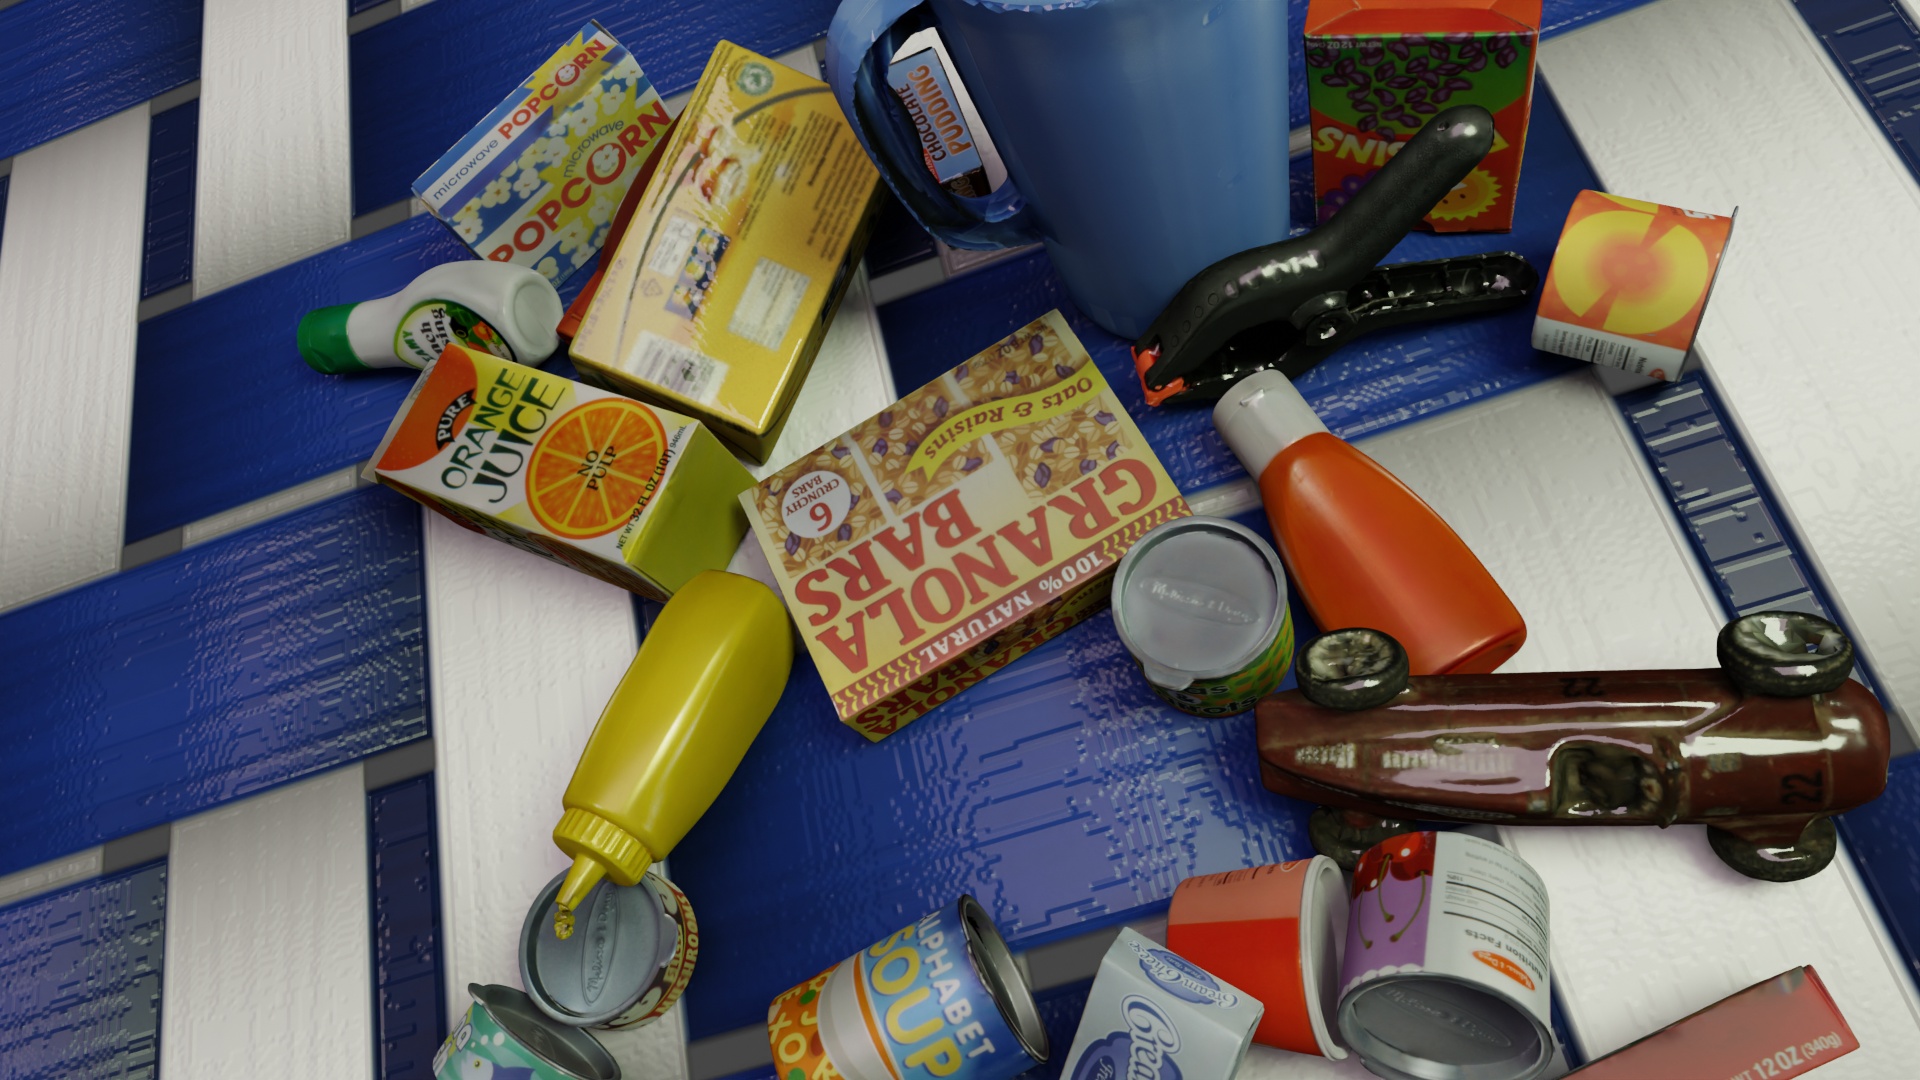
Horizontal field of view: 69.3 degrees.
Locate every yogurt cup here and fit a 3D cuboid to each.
[{"bbox_3d":[0.106,0.146,0.490,0.054,0.072,0.072,-8,65,27],"label":"yogurt cup"}]

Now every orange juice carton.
[{"bbox_3d":[-0.198,-0.034,0.655,0.193,0.073,0.072,18,74,23],"label":"orange juice carton"}]

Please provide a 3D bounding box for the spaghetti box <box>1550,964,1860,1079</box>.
[{"bbox_3d":[0.164,0.207,0.455,0.250,0.050,0.029,-27,62,4],"label":"spaghetti box"}]

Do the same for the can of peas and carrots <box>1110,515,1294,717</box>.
[{"bbox_3d":[0.096,0.033,0.546,0.071,0.058,0.071,-6,66,14],"label":"can of peas and carrots"}]

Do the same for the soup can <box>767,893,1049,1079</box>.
[{"bbox_3d":[-0.020,0.178,0.510,0.084,0.071,0.071,-29,62,3],"label":"soup can"}]

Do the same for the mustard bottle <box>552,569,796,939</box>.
[{"bbox_3d":[-0.124,0.087,0.568,0.049,0.065,0.161,14,55,24],"label":"mustard bottle"}]

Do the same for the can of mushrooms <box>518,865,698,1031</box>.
[{"bbox_3d":[-0.142,0.167,0.572,0.071,0.033,0.071,-6,65,14],"label":"can of mushrooms"}]

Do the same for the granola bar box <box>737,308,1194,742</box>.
[{"bbox_3d":[0.002,-0.008,0.603,0.165,0.039,0.124,-30,62,2],"label":"granola bar box"}]

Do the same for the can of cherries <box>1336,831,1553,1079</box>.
[{"bbox_3d":[0.161,0.142,0.467,0.071,0.071,0.059,4,42,18],"label":"can of cherries"}]

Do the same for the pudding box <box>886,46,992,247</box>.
[{"bbox_3d":[-0.009,-0.193,0.681,0.030,0.049,0.084,-20,63,4],"label":"pudding box"}]

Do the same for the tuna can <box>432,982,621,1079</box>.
[{"bbox_3d":[-0.172,0.205,0.544,0.071,0.071,0.033,29,79,25],"label":"tuna can"}]

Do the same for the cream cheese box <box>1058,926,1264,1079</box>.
[{"bbox_3d":[0.062,0.189,0.476,0.053,0.024,0.103,24,115,23],"label":"cream cheese box"}]

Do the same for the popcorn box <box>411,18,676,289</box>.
[{"bbox_3d":[-0.207,-0.192,0.719,0.127,0.085,0.038,-45,64,-6],"label":"popcorn box"}]

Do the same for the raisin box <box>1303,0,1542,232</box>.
[{"bbox_3d":[0.190,-0.179,0.575,0.086,0.123,0.040,5,68,19],"label":"raisin box"}]

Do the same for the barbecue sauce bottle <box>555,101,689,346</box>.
[{"bbox_3d":[-0.149,-0.156,0.710,0.065,0.043,0.149,29,78,18],"label":"barbecue sauce bottle"}]

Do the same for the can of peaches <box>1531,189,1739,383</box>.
[{"bbox_3d":[0.266,-0.103,0.551,0.058,0.071,0.071,19,74,24],"label":"can of peaches"}]

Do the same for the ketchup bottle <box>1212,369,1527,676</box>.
[{"bbox_3d":[0.154,-0.004,0.554,0.064,0.043,0.149,-33,62,6],"label":"ketchup bottle"}]

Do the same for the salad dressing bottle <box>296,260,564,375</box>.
[{"bbox_3d":[-0.278,-0.110,0.721,0.147,0.064,0.044,-2,48,25],"label":"salad dressing bottle"}]
